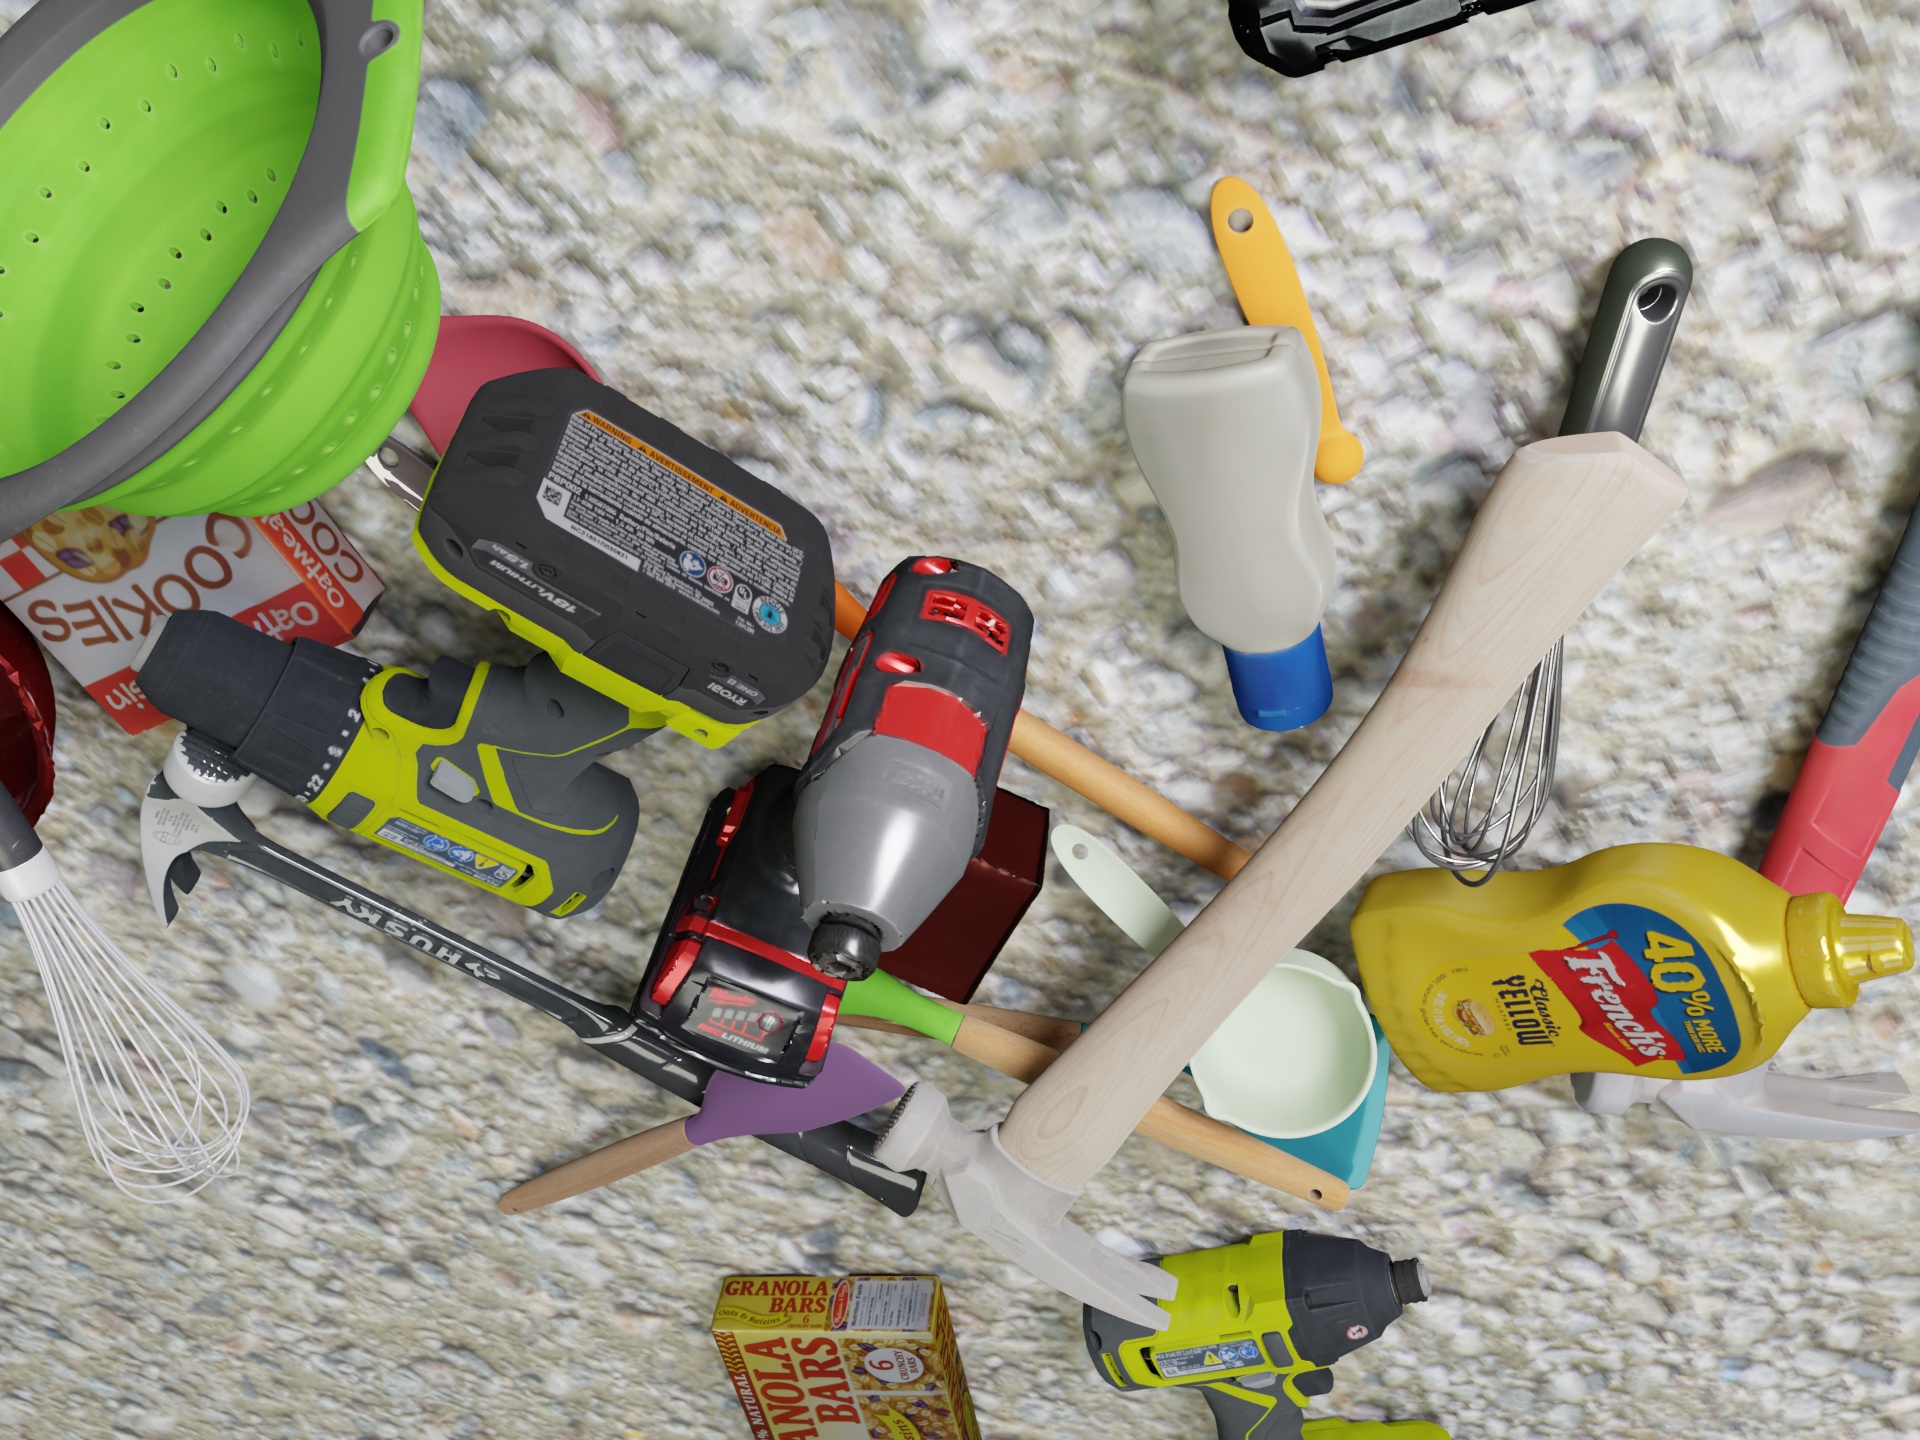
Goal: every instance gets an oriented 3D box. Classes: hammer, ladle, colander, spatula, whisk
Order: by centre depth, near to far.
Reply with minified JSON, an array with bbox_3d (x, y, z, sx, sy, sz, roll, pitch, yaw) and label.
[{"bbox_3d":[-0.301,-0.108,0.503,0.397,0.205,0.094,-15,154,20],"label":"colander"},{"bbox_3d":[-0.259,-0.162,0.550,0.315,0.031,0.069,28,113,-9],"label":"ladle"},{"bbox_3d":[0.205,-0.045,0.556,0.058,0.059,0.246,2,122,-7],"label":"whisk"},{"bbox_3d":[0.346,0.016,0.585,0.143,0.038,0.386,5,126,3],"label":"hammer"},{"bbox_3d":[0.122,0.074,0.592,0.146,0.038,0.410,34,119,0],"label":"hammer"},{"bbox_3d":[-0.001,-0.002,0.620,0.322,0.041,0.081,31,136,-16],"label":"spatula"},{"bbox_3d":[-0.374,0.088,0.664,0.070,0.070,0.284,-7,119,13],"label":"whisk"},{"bbox_3d":[0.028,0.143,0.720,0.317,0.044,0.082,7,104,5],"label":"spatula"},{"bbox_3d":[-0.185,0.137,0.742,0.408,0.036,0.149,32,137,-18],"label":"hammer"},{"bbox_3d":[-0.142,0.201,0.761,0.059,0.018,0.316,39,134,-22],"label":"spatula"}]

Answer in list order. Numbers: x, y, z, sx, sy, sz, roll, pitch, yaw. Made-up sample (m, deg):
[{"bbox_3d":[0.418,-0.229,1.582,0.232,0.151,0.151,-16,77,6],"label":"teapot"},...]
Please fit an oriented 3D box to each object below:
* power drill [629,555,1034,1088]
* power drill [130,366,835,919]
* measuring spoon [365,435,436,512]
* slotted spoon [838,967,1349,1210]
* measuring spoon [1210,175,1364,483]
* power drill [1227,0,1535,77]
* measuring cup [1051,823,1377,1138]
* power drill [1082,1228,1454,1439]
[{"bbox_3d":[-0.047,0.051,0.568,0.078,0.143,0.219,24,146,-11],"label":"power drill"},{"bbox_3d":[-0.170,-0.020,0.561,0.190,0.080,0.228,30,138,-26],"label":"power drill"},{"bbox_3d":[-0.179,-0.073,0.614,0.124,0.018,0.034,39,122,-11],"label":"measuring spoon"},{"bbox_3d":[0.023,0.144,0.695,0.314,0.031,0.070,23,113,3],"label":"slotted spoon"},{"bbox_3d":[0.109,-0.127,0.531,0.021,0.011,0.116,-19,121,20],"label":"measuring spoon"},{"bbox_3d":[0.076,-0.284,0.385,0.188,0.080,0.226,-12,120,16],"label":"power drill"},{"bbox_3d":[0.102,0.100,0.668,0.167,0.038,0.083,44,106,3],"label":"measuring cup"},{"bbox_3d":[0.183,0.360,0.836,0.171,0.080,0.223,-17,119,19],"label":"power drill"}]
